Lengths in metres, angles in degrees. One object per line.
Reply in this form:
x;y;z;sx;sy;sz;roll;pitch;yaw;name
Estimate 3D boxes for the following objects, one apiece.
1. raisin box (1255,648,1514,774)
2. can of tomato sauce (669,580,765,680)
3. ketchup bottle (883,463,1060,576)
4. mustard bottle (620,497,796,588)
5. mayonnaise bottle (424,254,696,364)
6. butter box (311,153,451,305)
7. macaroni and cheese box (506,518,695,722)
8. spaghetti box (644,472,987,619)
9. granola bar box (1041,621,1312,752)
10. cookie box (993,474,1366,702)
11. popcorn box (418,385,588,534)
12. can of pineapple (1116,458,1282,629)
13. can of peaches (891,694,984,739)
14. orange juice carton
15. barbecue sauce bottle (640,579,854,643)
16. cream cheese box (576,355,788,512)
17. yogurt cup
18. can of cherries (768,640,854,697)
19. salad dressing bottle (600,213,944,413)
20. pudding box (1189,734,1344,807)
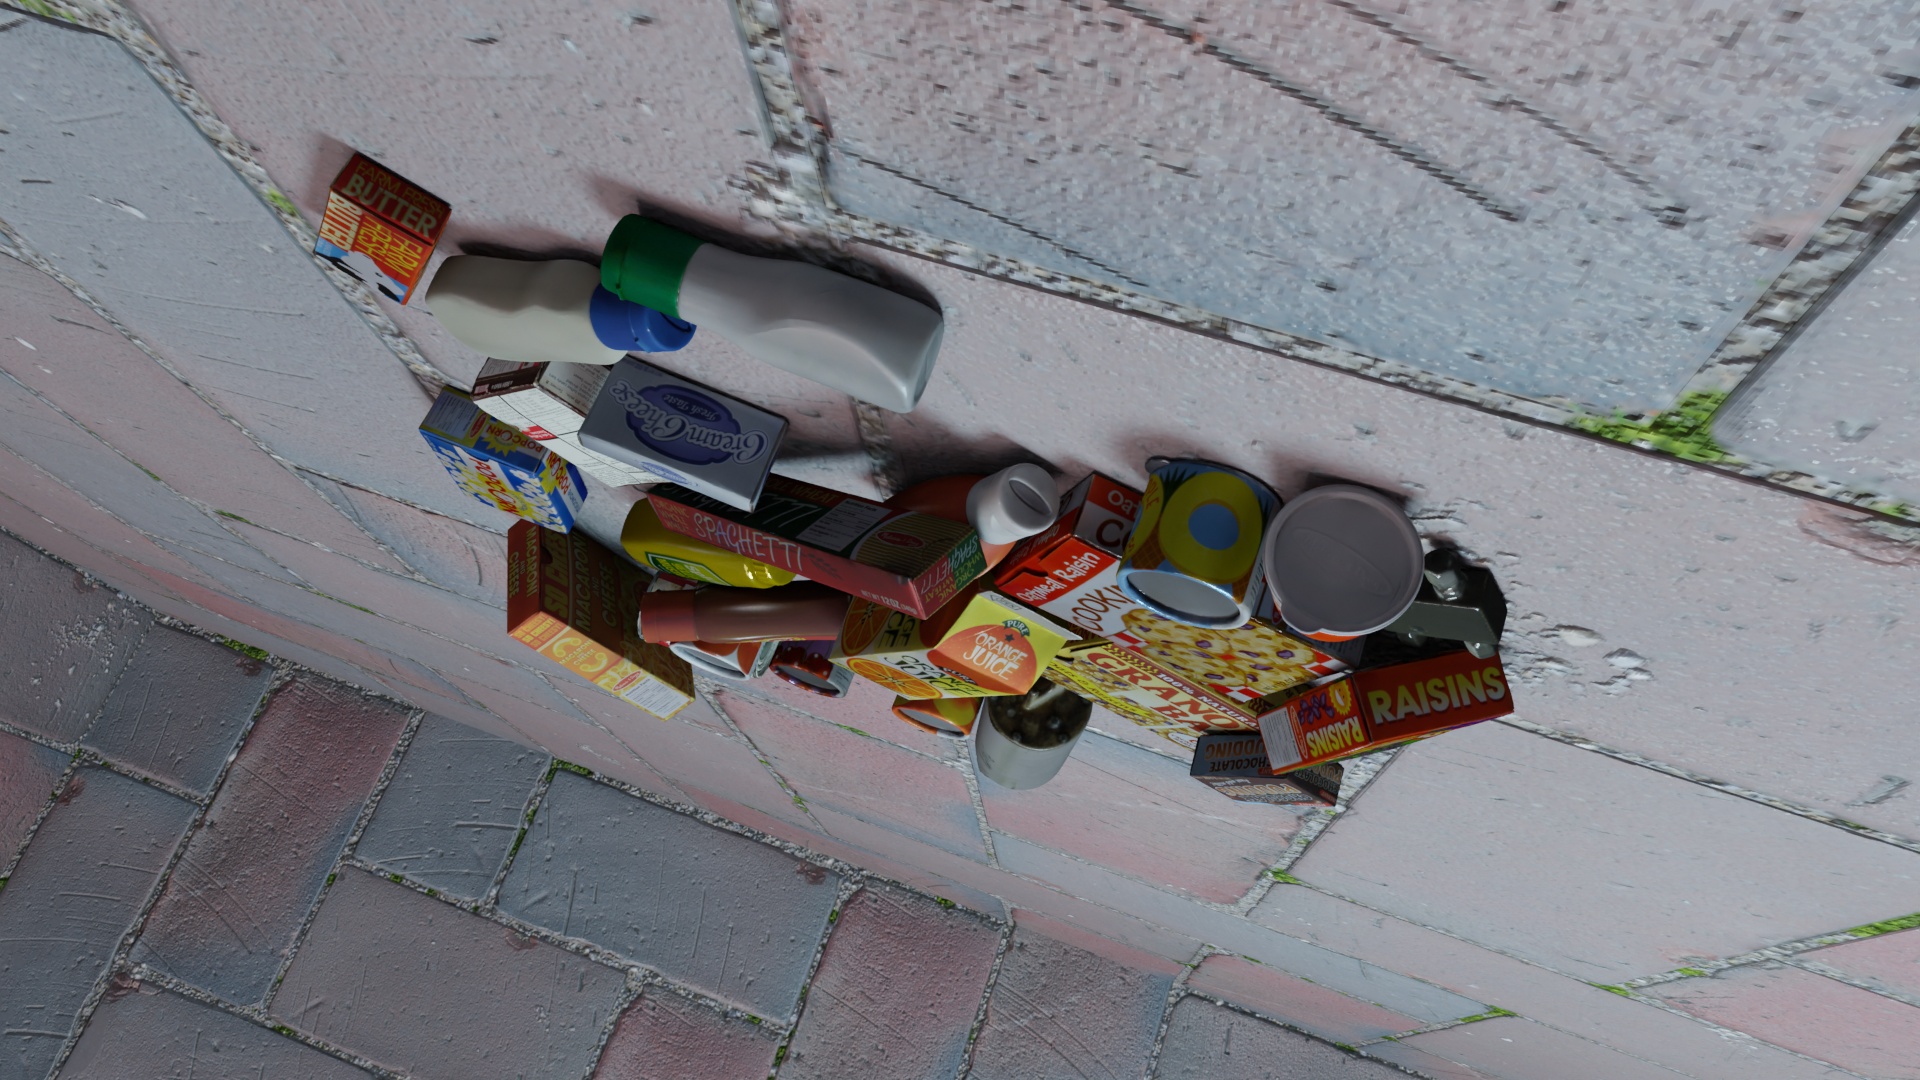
0.227;0.093;0.754;0.086;0.040;0.123;-9;166;-14;raisin box
-0.175;0.054;1.047;0.071;0.083;0.071;18;160;7;can of tomato sauce
0.003;-0.010;0.759;0.064;0.044;0.148;38;156;-15;ketchup bottle
-0.159;0.005;0.952;0.160;0.049;0.065;8;160;33;mustard bottle
-0.197;-0.114;0.693;0.148;0.041;0.064;7;157;32;mayonnaise bottle
-0.296;-0.156;0.707;0.053;0.024;0.103;30;158;-22;butter box
-0.293;0.060;1.140;0.040;0.124;0.166;-36;133;16;macaroni and cheese box
-0.089;-0.008;0.782;0.250;0.050;0.028;16;134;44;spaghetti box
0.135;0.091;0.893;0.165;0.039;0.124;28;159;-19;granola bar box
0.116;0.031;0.754;0.167;0.040;0.122;25;160;-9;cookie box
-0.318;-0.054;0.978;0.085;0.038;0.126;22;161;3;popcorn box
0.111;0.002;0.658;0.071;0.058;0.070;19;160;7;can of pineapple
-0.016;0.117;1.087;0.071;0.058;0.071;18;160;7;can of peaches
-0.003;0.054;0.884;0.072;0.073;0.192;29;159;-24;orange juice carton
-0.149;0.051;0.986;0.149;0.043;0.065;-2;-174;-2;barbecue sauce bottle
-0.153;-0.059;0.772;0.104;0.053;0.024;22;162;-2;cream cheese box
0.169;0.014;0.624;0.072;0.072;0.054;17;168;12;yogurt cup
-0.114;0.085;1.104;0.071;0.058;0.071;18;160;7;can of cherries
-0.083;-0.101;0.607;0.148;0.044;0.064;21;162;4;salad dressing bottle
0.191;0.144;0.871;0.049;0.030;0.083;31;157;-28;pudding box
